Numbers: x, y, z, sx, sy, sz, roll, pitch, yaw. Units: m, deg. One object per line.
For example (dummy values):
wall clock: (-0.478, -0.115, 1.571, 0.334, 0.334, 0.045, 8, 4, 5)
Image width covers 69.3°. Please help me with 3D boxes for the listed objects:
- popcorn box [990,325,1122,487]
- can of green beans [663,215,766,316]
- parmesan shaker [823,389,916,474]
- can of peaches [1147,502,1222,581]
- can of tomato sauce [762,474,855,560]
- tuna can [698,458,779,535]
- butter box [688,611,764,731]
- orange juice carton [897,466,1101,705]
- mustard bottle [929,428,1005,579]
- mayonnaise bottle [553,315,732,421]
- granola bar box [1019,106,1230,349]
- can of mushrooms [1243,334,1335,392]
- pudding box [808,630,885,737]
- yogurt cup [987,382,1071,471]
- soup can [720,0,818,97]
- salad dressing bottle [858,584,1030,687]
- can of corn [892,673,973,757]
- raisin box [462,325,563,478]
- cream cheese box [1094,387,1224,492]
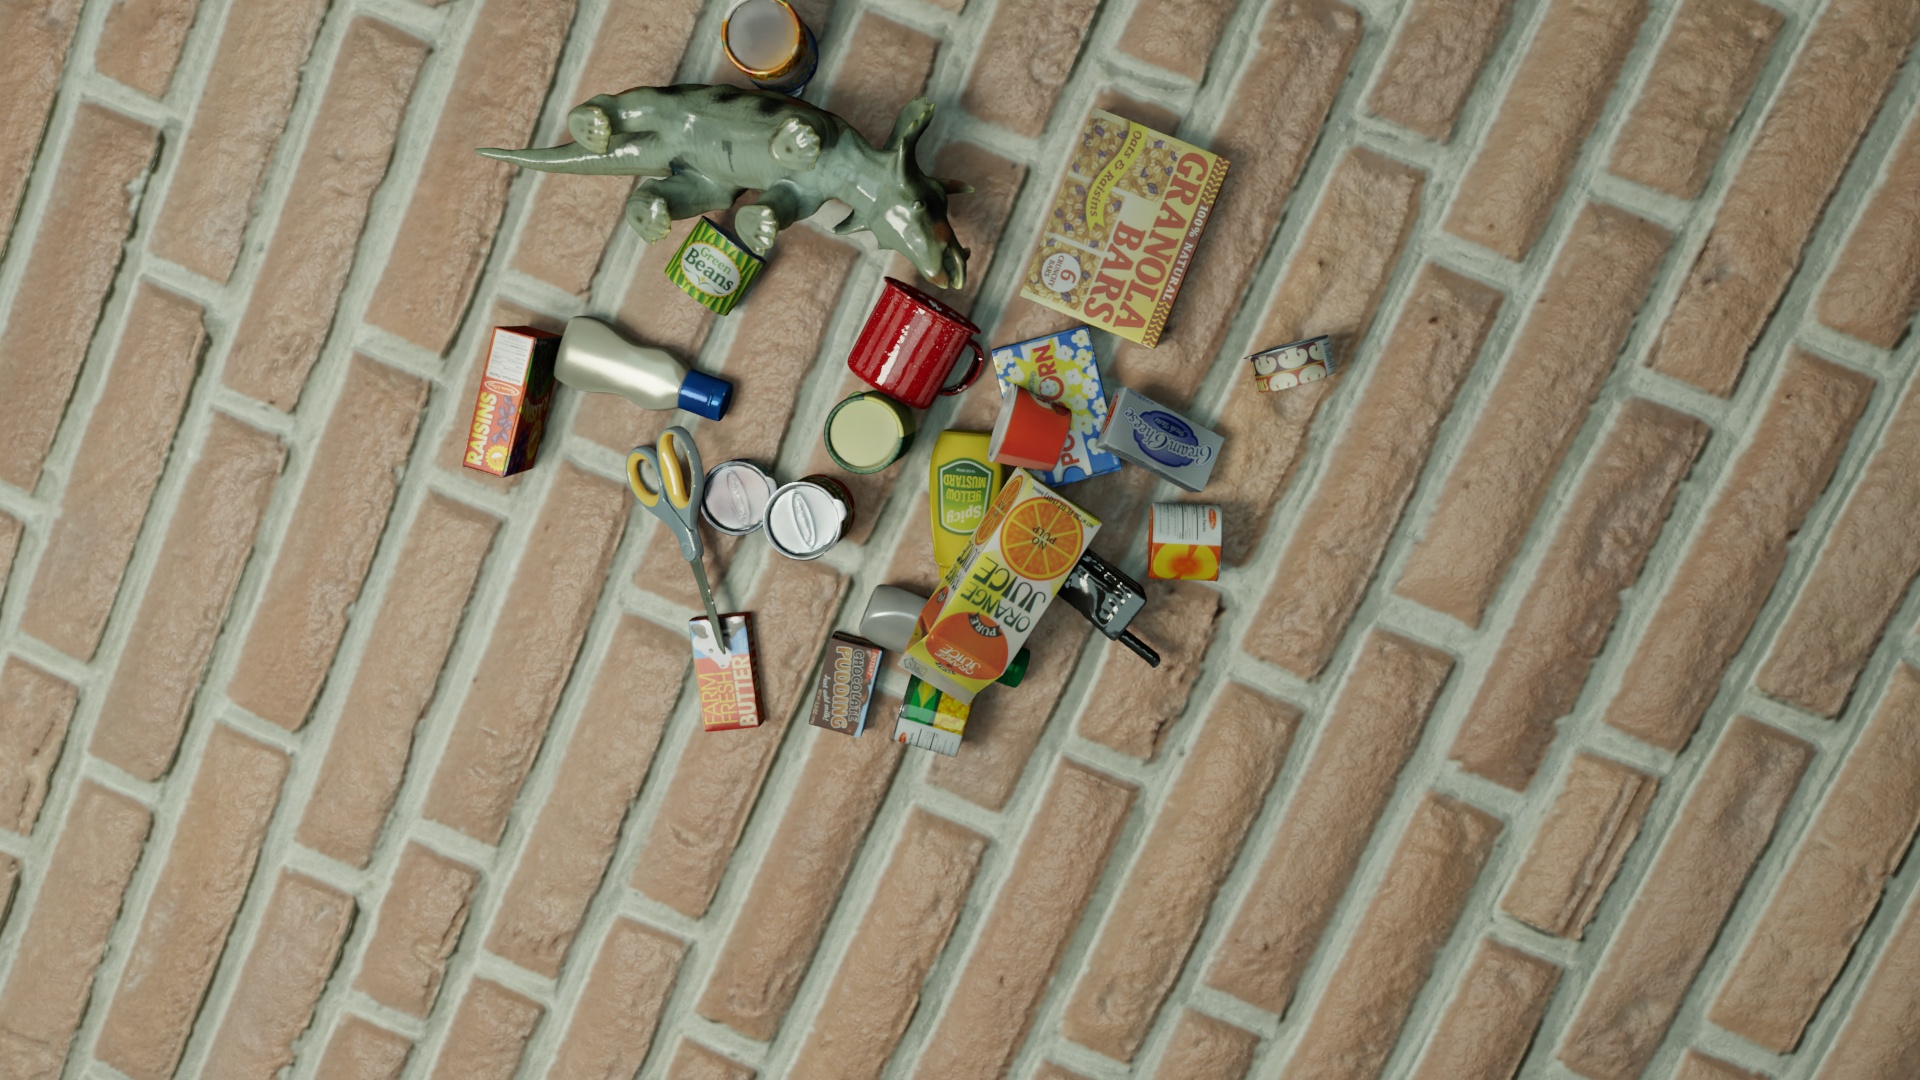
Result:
popcorn box: (0.082, -0.112, 1.187, 0.085, 0.038, 0.126, -14, 96, 5)
can of green beans: (-0.208, -0.232, 1.176, 0.071, 0.071, 0.057, 38, 98, -1)
parmesan shaker: (-0.077, -0.094, 1.166, 0.071, 0.103, 0.071, 1, 98, 4)
can of peaches: (0.190, 0.003, 1.181, 0.058, 0.071, 0.071, 2, 98, 3)
can of tomato sauce: (-0.126, -0.022, 1.188, 0.071, 0.083, 0.071, 0, 98, 4)
tuna can: (-0.191, -0.039, 1.216, 0.071, 0.033, 0.071, 0, 97, 4)
butter box: (-0.209, 0.117, 1.241, 0.053, 0.024, 0.103, -7, 96, 5)
orange juice carton: (0.029, 0.041, 1.146, 0.072, 0.073, 0.192, 33, 93, -12)
mustard bottle: (0.004, -0.015, 1.198, 0.065, 0.049, 0.160, 3, 97, 6)
mayonnaise bottle: (-0.273, -0.144, 1.205, 0.148, 0.041, 0.064, 20, 100, 0)
granola bar box: (0.137, -0.259, 1.164, 0.124, 0.039, 0.165, 22, 98, 1)
can of mushrooms: (0.274, -0.146, 1.156, 0.071, 0.071, 0.033, -15, 98, 6)
pudding box: (-0.100, 0.128, 1.232, 0.050, 0.030, 0.083, 15, 98, 1)
yogurt cup: (0.058, -0.090, 1.139, 0.054, 0.072, 0.072, 17, 98, -6)
soup can: (-0.155, -0.405, 1.143, 0.071, 0.084, 0.071, 0, 98, 3)
salad dressing bottle: (-0.013, 0.086, 1.210, 0.148, 0.044, 0.064, 23, 141, -6)
can of corn: (-0.022, 0.148, 1.213, 0.058, 0.071, 0.071, 16, 98, 1)
raisin box: (-0.382, -0.120, 1.192, 0.040, 0.086, 0.123, 16, 98, -3)
cream cheese box: (0.168, -0.084, 1.169, 0.104, 0.024, 0.053, 24, 83, -20)
